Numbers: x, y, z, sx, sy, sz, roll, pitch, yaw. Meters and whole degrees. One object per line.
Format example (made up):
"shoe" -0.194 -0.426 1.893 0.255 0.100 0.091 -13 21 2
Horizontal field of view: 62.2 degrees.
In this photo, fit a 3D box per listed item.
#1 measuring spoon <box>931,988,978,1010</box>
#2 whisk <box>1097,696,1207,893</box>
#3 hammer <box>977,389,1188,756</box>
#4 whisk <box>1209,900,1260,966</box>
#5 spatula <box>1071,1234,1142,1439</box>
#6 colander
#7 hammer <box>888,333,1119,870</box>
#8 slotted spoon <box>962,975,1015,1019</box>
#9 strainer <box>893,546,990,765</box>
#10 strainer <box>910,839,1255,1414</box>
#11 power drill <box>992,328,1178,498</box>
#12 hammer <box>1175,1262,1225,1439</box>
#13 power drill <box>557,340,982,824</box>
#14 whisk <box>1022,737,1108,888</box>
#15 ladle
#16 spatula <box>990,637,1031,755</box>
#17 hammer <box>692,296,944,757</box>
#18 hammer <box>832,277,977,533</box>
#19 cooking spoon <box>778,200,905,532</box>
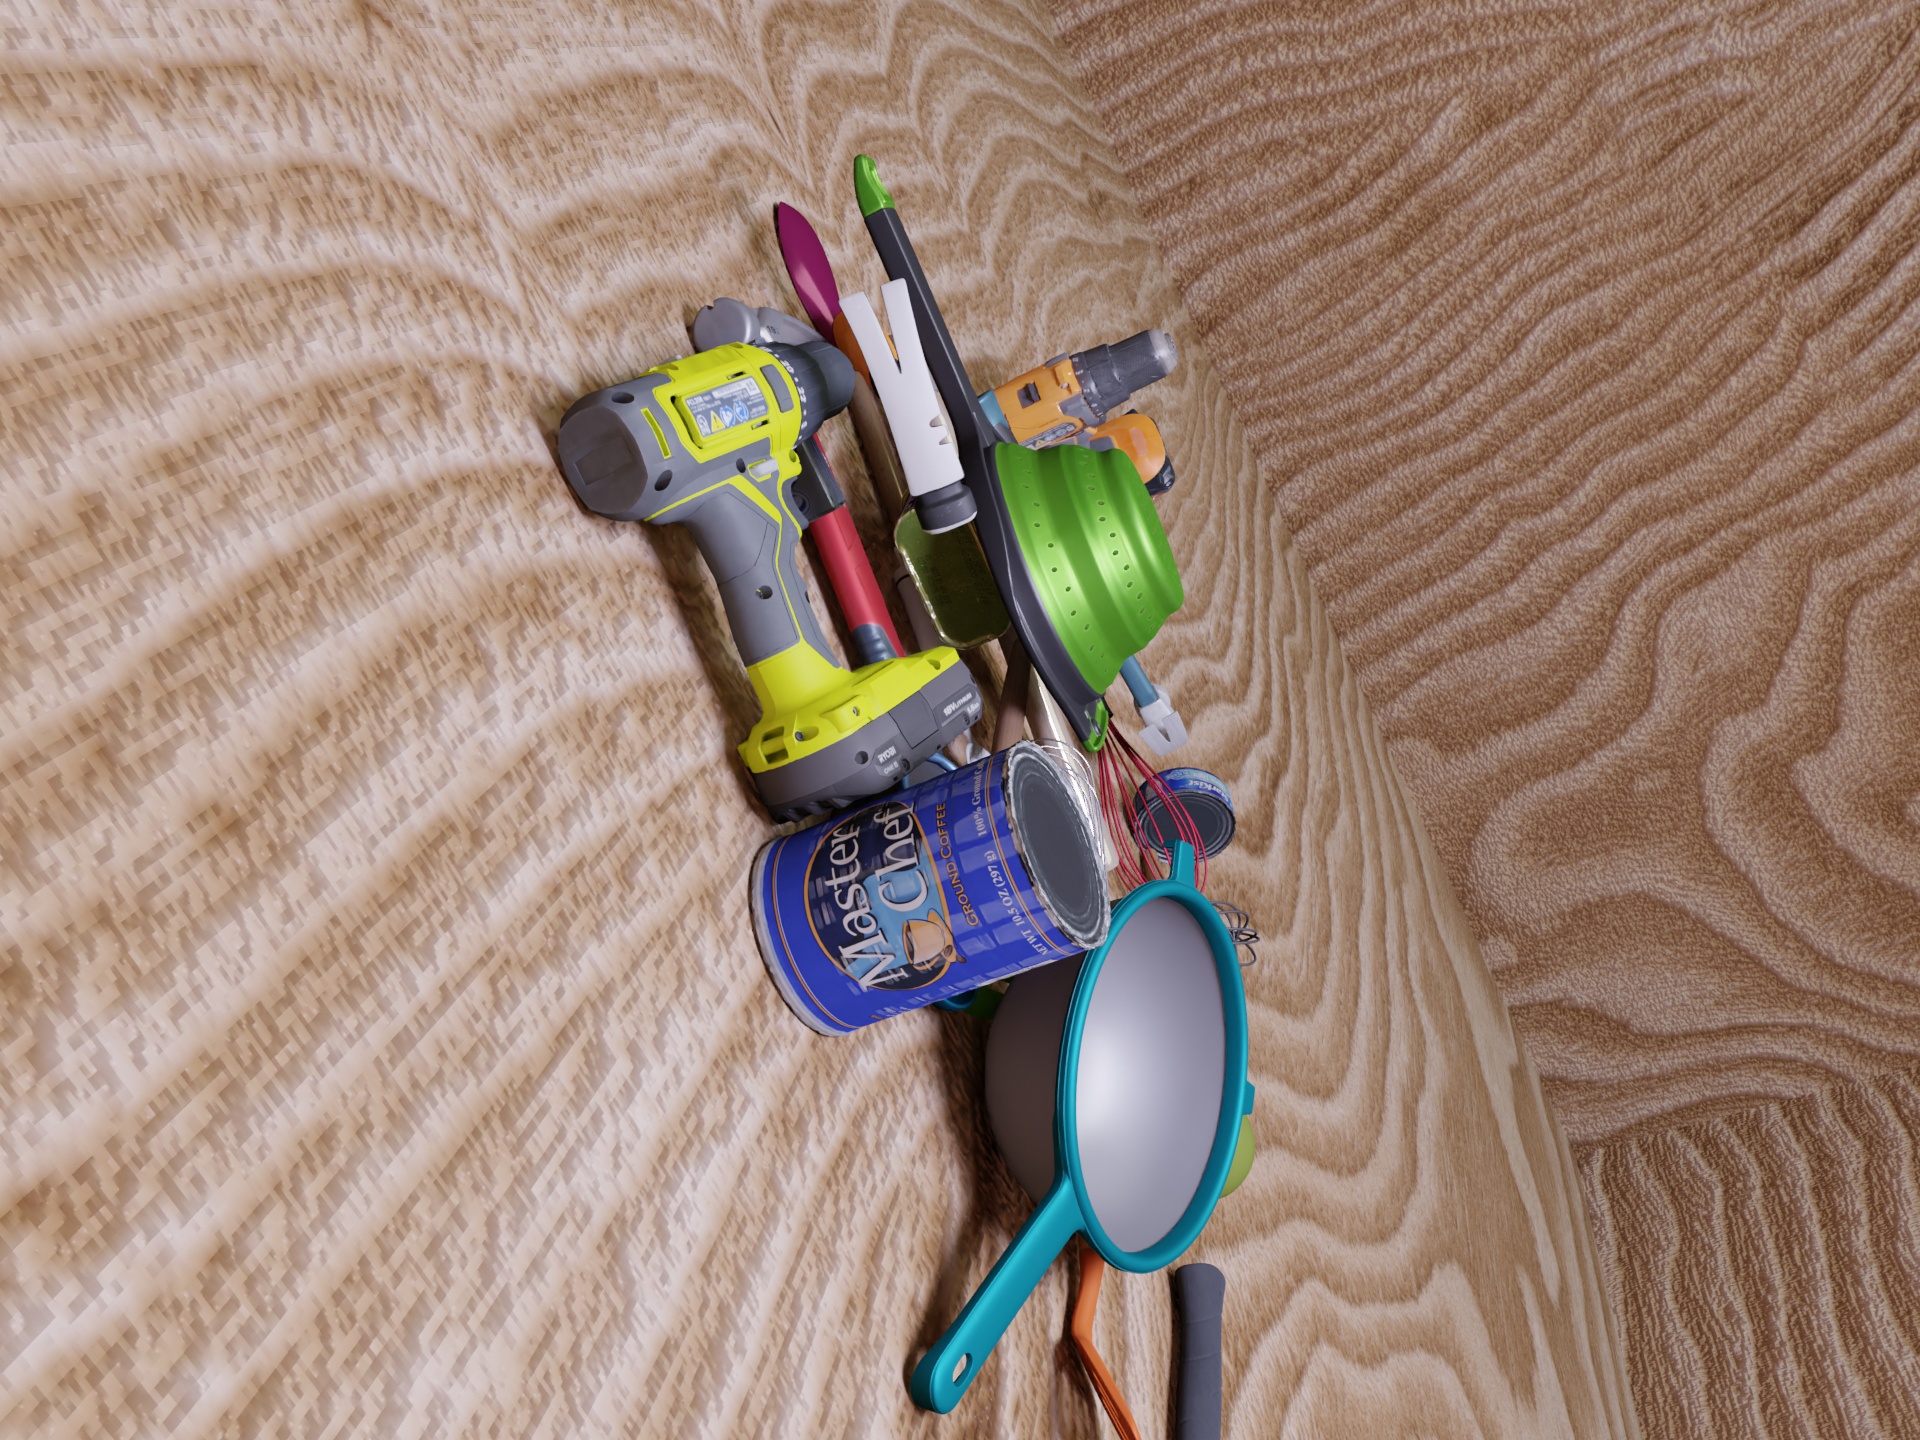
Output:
"measuring spoon" -0.032 0.104 0.877 0.042 0.021 0.129 -15 74 -58
"whisk" 0.120 0.017 1.281 0.073 0.073 0.296 13 52 -66
"hammer" 0.089 -0.107 1.211 0.330 0.033 0.128 57 9 -24
"whisk" 0.113 0.145 1.047 0.238 0.055 0.055 6 61 -39
"spatula" 0.086 0.292 0.932 0.323 0.041 0.081 -85 162 -54
"colander" 0.049 -0.180 1.003 0.204 0.094 0.397 -58 125 -73
"hammer" 0.031 -0.082 1.137 0.146 0.038 0.410 -152 -139 -85
"slotted spoon" 0.084 0.176 1.005 0.313 0.031 0.070 32 73 -51
"strainer" -0.002 -0.003 1.025 0.086 0.050 0.259 30 36 -62
"strainer" 0.044 0.223 0.847 0.340 0.095 0.210 -42 123 -46
"power drill" 0.122 -0.257 1.394 0.226 0.185 0.084 27 43 -65
"hammer" 0.134 0.466 0.881 0.149 0.036 0.409 60 21 -21
"power drill" -0.081 -0.082 0.805 0.190 0.080 0.228 -36 104 -52
"whisk" 0.094 0.143 1.094 0.284 0.070 0.070 68 20 -10
"ladle" 0.165 0.220 1.222 0.078 0.062 0.321 52 19 -37
"spatula" 0.025 0.038 0.958 0.059 0.018 0.316 60 23 -28
"hammer" -0.052 -0.066 0.966 0.386 0.038 0.143 69 19 3
"hammer" -0.049 -0.213 0.941 0.337 0.034 0.127 -113 -177 -66
"cooking spoon" -0.069 -0.222 1.111 0.068 0.017 0.319 7 62 -66
